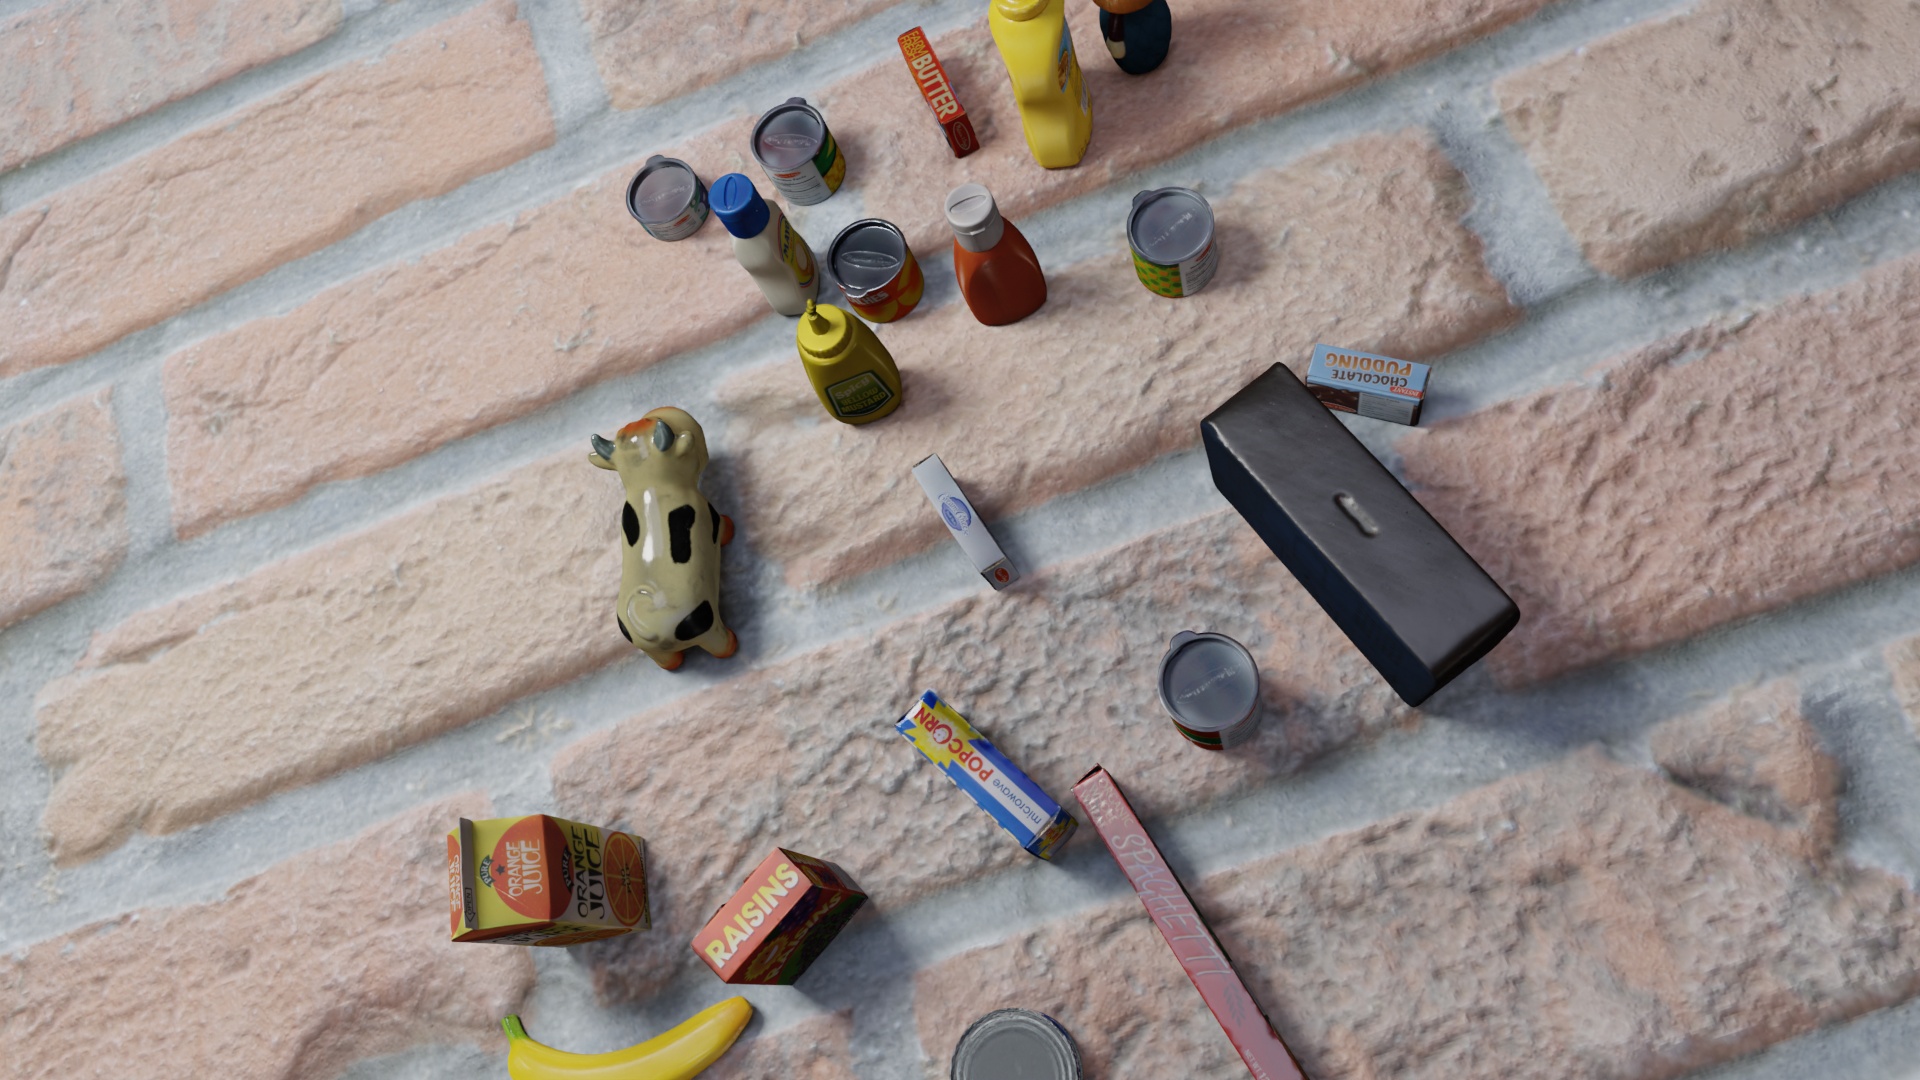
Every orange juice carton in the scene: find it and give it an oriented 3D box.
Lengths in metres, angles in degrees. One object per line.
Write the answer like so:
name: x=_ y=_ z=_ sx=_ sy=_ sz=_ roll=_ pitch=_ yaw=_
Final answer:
orange juice carton: x=-0.289 y=0.235 z=0.954 sx=0.073 sy=0.192 sz=0.072 roll=-14 pitch=70 yaw=9

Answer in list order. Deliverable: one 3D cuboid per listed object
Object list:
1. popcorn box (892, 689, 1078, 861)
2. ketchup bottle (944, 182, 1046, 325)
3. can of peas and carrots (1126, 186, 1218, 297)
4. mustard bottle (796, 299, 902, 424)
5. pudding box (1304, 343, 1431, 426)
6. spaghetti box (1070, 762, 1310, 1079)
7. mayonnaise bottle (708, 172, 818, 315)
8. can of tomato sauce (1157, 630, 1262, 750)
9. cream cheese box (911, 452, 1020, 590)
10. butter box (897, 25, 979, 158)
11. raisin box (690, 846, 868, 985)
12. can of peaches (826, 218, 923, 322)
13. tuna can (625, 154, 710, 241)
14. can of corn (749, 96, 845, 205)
popcorn box: x=0.019 y=0.163 z=0.961 sx=0.127 sy=0.085 sz=0.038 roll=40 pitch=85 yaw=22
ketchup bottle: x=0.023 y=-0.216 z=1.053 sx=0.065 sy=0.148 sz=0.043 roll=-20 pitch=69 yaw=7
can of peas and carrots: x=0.162 y=-0.231 z=1.072 sx=0.071 sy=0.058 sz=0.071 roll=-4 pitch=71 yaw=12
mustard bottle: x=-0.091 y=-0.138 z=1.048 sx=0.065 sy=0.160 sz=0.049 roll=-22 pitch=69 yaw=6
pudding box: x=0.294 y=-0.113 z=1.006 sx=0.084 sy=0.049 sz=0.030 roll=15 pitch=76 yaw=18
spaghetti box: x=0.152 y=0.261 z=0.915 sx=0.029 sy=0.050 sz=0.251 roll=-34 pitch=67 yaw=1
mayonnaise bottle: x=-0.155 y=-0.237 z=1.103 sx=0.041 sy=0.147 sz=0.065 roll=-4 pitch=72 yaw=13
can of tomato sauce: x=0.170 y=0.103 z=0.945 sx=0.071 sy=0.083 sz=0.071 roll=-4 pitch=71 yaw=13
cream cheese box: x=0.004 y=-0.013 z=1.041 sx=0.024 sy=0.053 sz=0.104 roll=-34 pitch=68 yaw=1
butter box: x=-0.019 y=-0.377 z=1.169 sx=0.024 sy=0.053 sz=0.104 roll=-26 pitch=68 yaw=4
raisin box: x=-0.120 y=0.257 z=0.943 sx=0.040 sy=0.123 sz=0.086 roll=40 pitch=85 yaw=22
can of peaches: x=-0.069 y=-0.215 z=1.124 sx=0.071 sy=0.058 sz=0.071 roll=-4 pitch=71 yaw=12
tuna can: x=-0.255 y=-0.299 z=1.211 sx=0.071 sy=0.032 sz=0.071 roll=-4 pitch=71 yaw=12
can of corn: x=-0.136 y=-0.329 z=1.179 sx=0.071 sy=0.058 sz=0.071 roll=-4 pitch=71 yaw=12
